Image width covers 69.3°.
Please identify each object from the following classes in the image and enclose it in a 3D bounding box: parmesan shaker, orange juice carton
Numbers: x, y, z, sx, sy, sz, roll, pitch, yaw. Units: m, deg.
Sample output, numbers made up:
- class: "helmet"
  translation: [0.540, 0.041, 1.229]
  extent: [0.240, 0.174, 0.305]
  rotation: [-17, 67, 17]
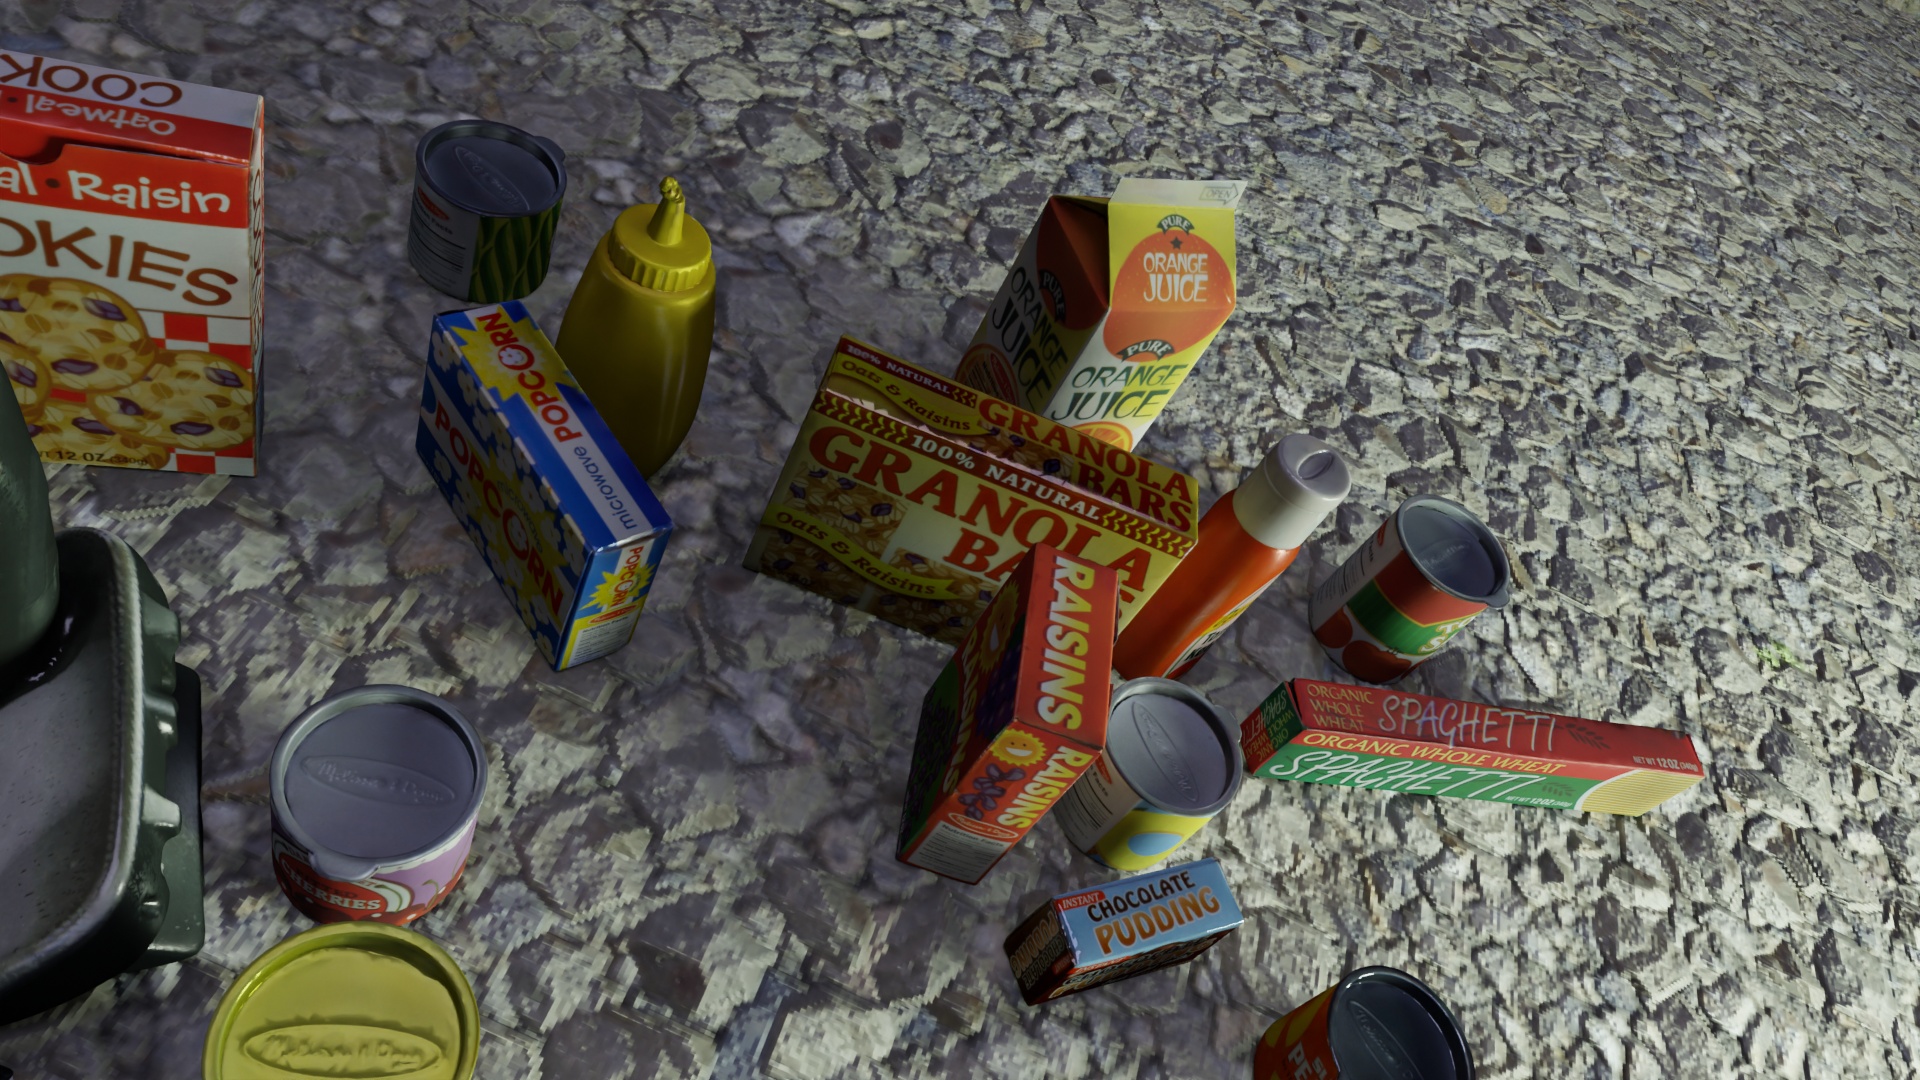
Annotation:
- class: "parmesan shaker"
  translation: [-0.178, 0.162, 0.396]
  extent: [0.071, 0.102, 0.072]
  rotation: [14, 49, -17]
- class: "orange juice carton"
  translation: [0.062, -0.100, 0.664]
  extent: [0.072, 0.191, 0.073]
  rotation: [-5, 57, -30]

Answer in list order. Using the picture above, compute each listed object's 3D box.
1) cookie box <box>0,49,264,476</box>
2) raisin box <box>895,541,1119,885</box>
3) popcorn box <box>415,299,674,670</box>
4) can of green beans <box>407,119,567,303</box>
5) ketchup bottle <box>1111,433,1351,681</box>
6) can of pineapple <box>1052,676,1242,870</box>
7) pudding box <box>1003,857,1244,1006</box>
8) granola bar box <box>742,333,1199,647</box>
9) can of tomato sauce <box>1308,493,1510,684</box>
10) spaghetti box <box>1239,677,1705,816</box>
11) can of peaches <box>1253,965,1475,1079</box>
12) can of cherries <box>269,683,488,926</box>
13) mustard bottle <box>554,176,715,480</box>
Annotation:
- class: "cookie box"
  translation: [-0.314, -0.090, 0.487]
  extent: [0.123, 0.166, 0.040]
  rotation: [4, 53, -24]
- class: "raisin box"
  translation: [0.018, 0.071, 0.553]
  extent: [0.040, 0.122, 0.086]
  rotation: [21, 48, -11]
- class: "popcorn box"
  translation: [-0.171, -0.022, 0.559]
  extent: [0.038, 0.084, 0.127]
  rotation: [-23, 67, -38]
- class: "can of green beans"
  translation: [-0.225, -0.155, 0.658]
  extent: [0.071, 0.057, 0.071]
  rotation: [14, 49, -16]
- class: "ketchup bottle"
  translation: [0.121, 0.010, 0.635]
  extent: [0.043, 0.148, 0.065]
  rotation: [46, 48, 13]
- class: "can of pineapple"
  translation: [0.081, 0.102, 0.604]
  extent: [0.071, 0.057, 0.071]
  rotation: [14, 49, -16]
- class: "pudding box"
  translation: [0.066, 0.157, 0.558]
  extent: [0.084, 0.049, 0.030]
  rotation: [-5, 57, -29]
- class: "granola bar box"
  translation: [0.002, -0.008, 0.607]
  extent: [0.165, 0.123, 0.039]
  rotation: [21, 48, -10]
- class: "can of tomato sauce"
  translation: [0.233, 0.028, 0.722]
  extent: [0.071, 0.082, 0.071]
  rotation: [14, 49, -16]
- class: "spaghetti box"
  translation: [0.258, 0.106, 0.694]
  extent: [0.250, 0.050, 0.029]
  rotation: [9, 51, -20]
- class: "can of peaches"
  translation: [0.158, 0.213, 0.554]
  extent: [0.071, 0.057, 0.071]
  rotation: [14, 49, -16]
- class: "can of cherries"
  translation: [-0.199, 0.093, 0.471]
  extent: [0.071, 0.058, 0.072]
  rotation: [14, 49, -16]
- class: "mustard bottle"
  translation: [-0.133, -0.091, 0.582]
  extent: [0.065, 0.159, 0.049]
  rotation: [26, 47, -6]
